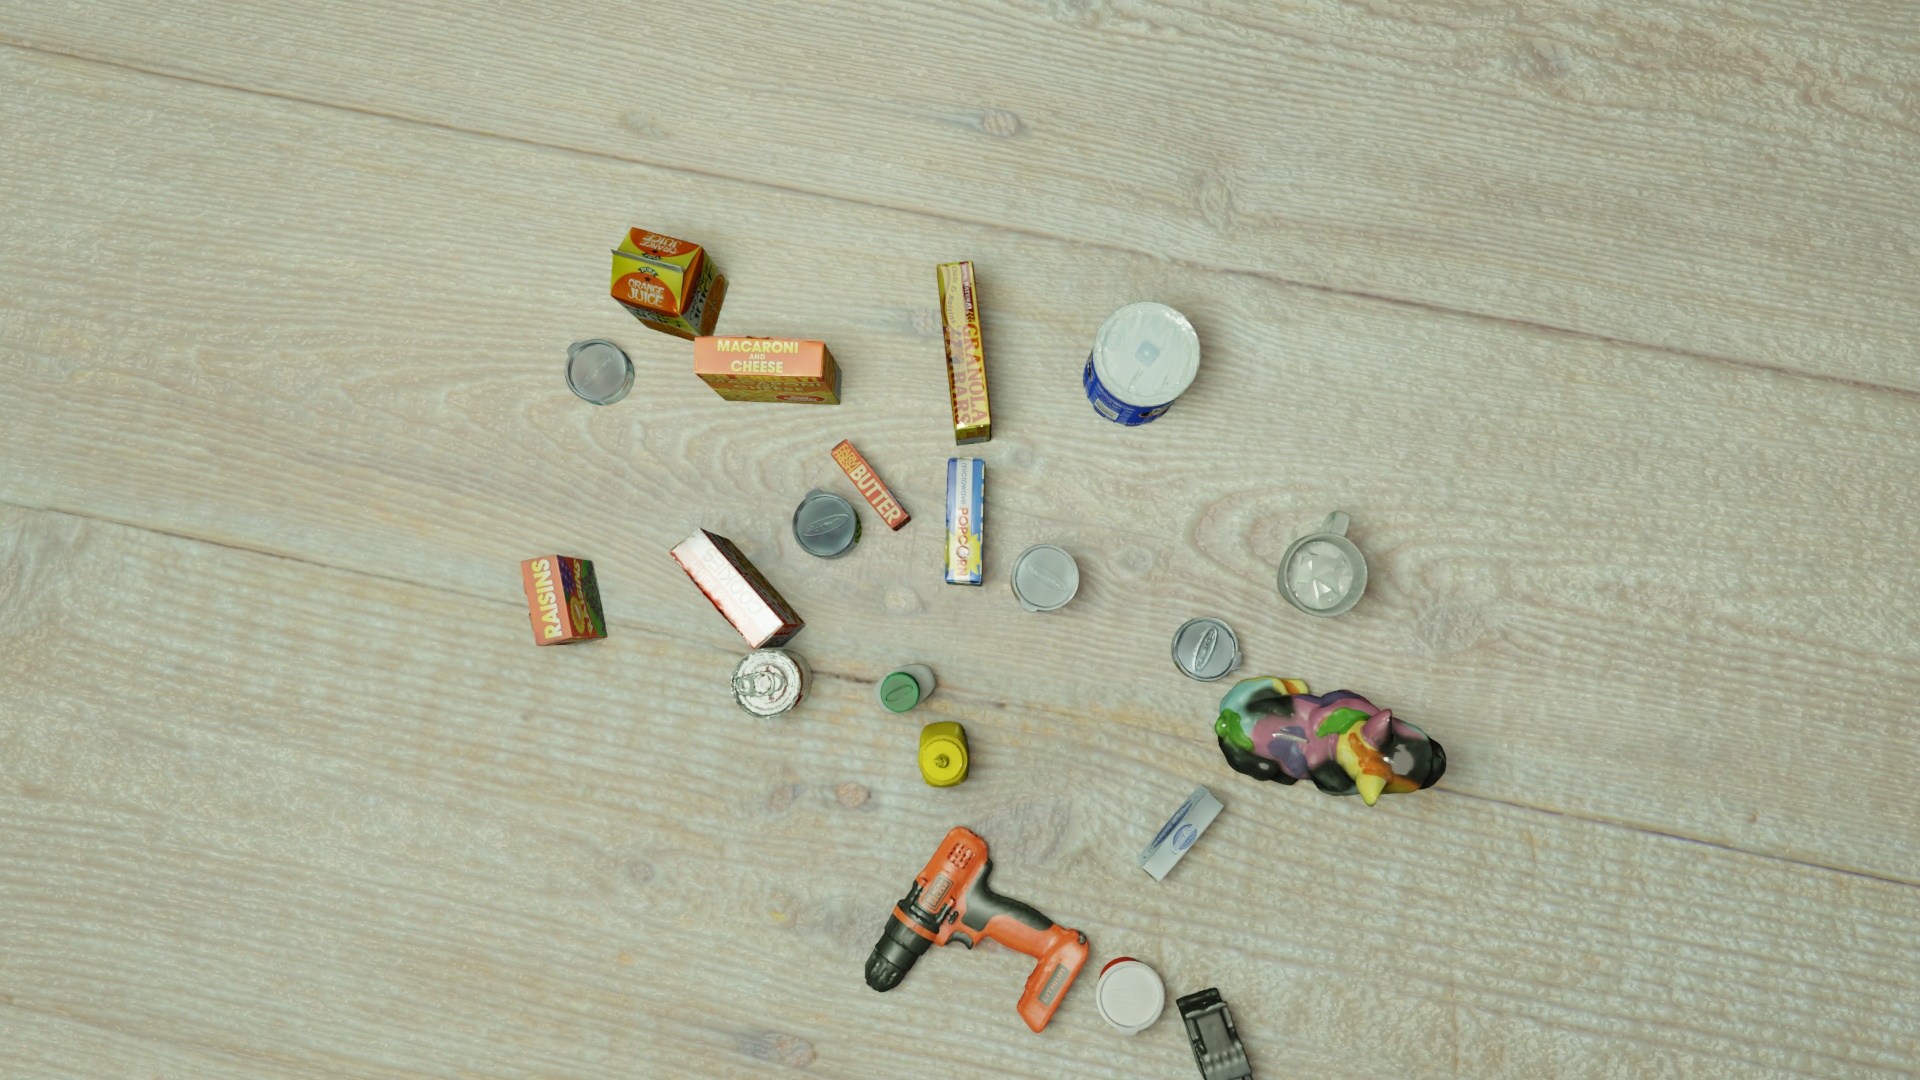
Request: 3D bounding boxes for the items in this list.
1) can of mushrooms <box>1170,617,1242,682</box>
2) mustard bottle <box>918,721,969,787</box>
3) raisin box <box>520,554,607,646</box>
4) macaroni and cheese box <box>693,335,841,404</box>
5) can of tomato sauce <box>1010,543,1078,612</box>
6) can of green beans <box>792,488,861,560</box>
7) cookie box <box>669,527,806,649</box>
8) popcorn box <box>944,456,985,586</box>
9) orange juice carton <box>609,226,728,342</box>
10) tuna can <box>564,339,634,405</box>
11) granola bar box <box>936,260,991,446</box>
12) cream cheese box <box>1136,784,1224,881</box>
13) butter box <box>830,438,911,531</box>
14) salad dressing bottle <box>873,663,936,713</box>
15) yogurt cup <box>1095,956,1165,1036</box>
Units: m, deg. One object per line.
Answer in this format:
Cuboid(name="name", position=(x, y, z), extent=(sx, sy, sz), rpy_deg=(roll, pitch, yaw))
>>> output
Cuboid(name="can of mushrooms", position=(0.252, 0.113, 1.424), extent=(0.071, 0.033, 0.071), rpy_deg=(0, 86, 1))
Cuboid(name="mustard bottle", position=(-0.016, 0.212, 1.356), extent=(0.049, 0.160, 0.065), rpy_deg=(-6, 86, 0))
Cuboid(name="raisin box", position=(-0.396, 0.061, 1.390), extent=(0.040, 0.123, 0.086), rpy_deg=(-12, 86, 0))
Cuboid(name="macaroni and cheese box", position=(-0.189, -0.169, 1.384), extent=(0.124, 0.166, 0.040), rpy_deg=(2, 86, 1))
Cuboid(name="can of tomato sauce", position=(0.083, 0.041, 1.406), extent=(0.071, 0.083, 0.071), rpy_deg=(0, 86, 1))
Cuboid(name="can of green beans", position=(-0.136, -0.014, 1.426), extent=(0.071, 0.058, 0.071), rpy_deg=(0, 86, 1))
Cuboid(name="cookie box", position=(-0.216, 0.050, 1.367), extent=(0.040, 0.167, 0.123), rpy_deg=(-42, 87, -2))
Cuboid(name="popcorn box", position=(0.005, -0.018, 1.411), extent=(0.038, 0.085, 0.126), rpy_deg=(1, 86, 1))
Cuboid(name="orange juice carton", position=(-0.290, -0.255, 1.378), extent=(0.072, 0.192, 0.073), rpy_deg=(16, 87, 2))
Cuboid(name="tuna can", position=(-0.379, -0.177, 1.453), extent=(0.071, 0.033, 0.071), rpy_deg=(0, 86, 1))
Cuboid(name="granola bar box", position=(0.004, -0.186, 1.404), extent=(0.039, 0.124, 0.165), rpy_deg=(-7, 86, 0))
Cuboid(name="cream cheese box", position=(0.221, 0.295, 1.400), extent=(0.024, 0.053, 0.104), rpy_deg=(41, 87, 3))
Cuboid(name="butter box", position=(-0.092, -0.056, 1.431), extent=(0.024, 0.053, 0.103), rpy_deg=(-39, 86, -2))
Cuboid(name="salad dressing bottle", position=(-0.057, 0.147, 1.367), extent=(0.064, 0.147, 0.044), rpy_deg=(-25, 86, -1))
Cuboid(name="yogurt cup", position=(0.167, 0.450, 1.389), extent=(0.072, 0.054, 0.072), rpy_deg=(0, 86, 1))
